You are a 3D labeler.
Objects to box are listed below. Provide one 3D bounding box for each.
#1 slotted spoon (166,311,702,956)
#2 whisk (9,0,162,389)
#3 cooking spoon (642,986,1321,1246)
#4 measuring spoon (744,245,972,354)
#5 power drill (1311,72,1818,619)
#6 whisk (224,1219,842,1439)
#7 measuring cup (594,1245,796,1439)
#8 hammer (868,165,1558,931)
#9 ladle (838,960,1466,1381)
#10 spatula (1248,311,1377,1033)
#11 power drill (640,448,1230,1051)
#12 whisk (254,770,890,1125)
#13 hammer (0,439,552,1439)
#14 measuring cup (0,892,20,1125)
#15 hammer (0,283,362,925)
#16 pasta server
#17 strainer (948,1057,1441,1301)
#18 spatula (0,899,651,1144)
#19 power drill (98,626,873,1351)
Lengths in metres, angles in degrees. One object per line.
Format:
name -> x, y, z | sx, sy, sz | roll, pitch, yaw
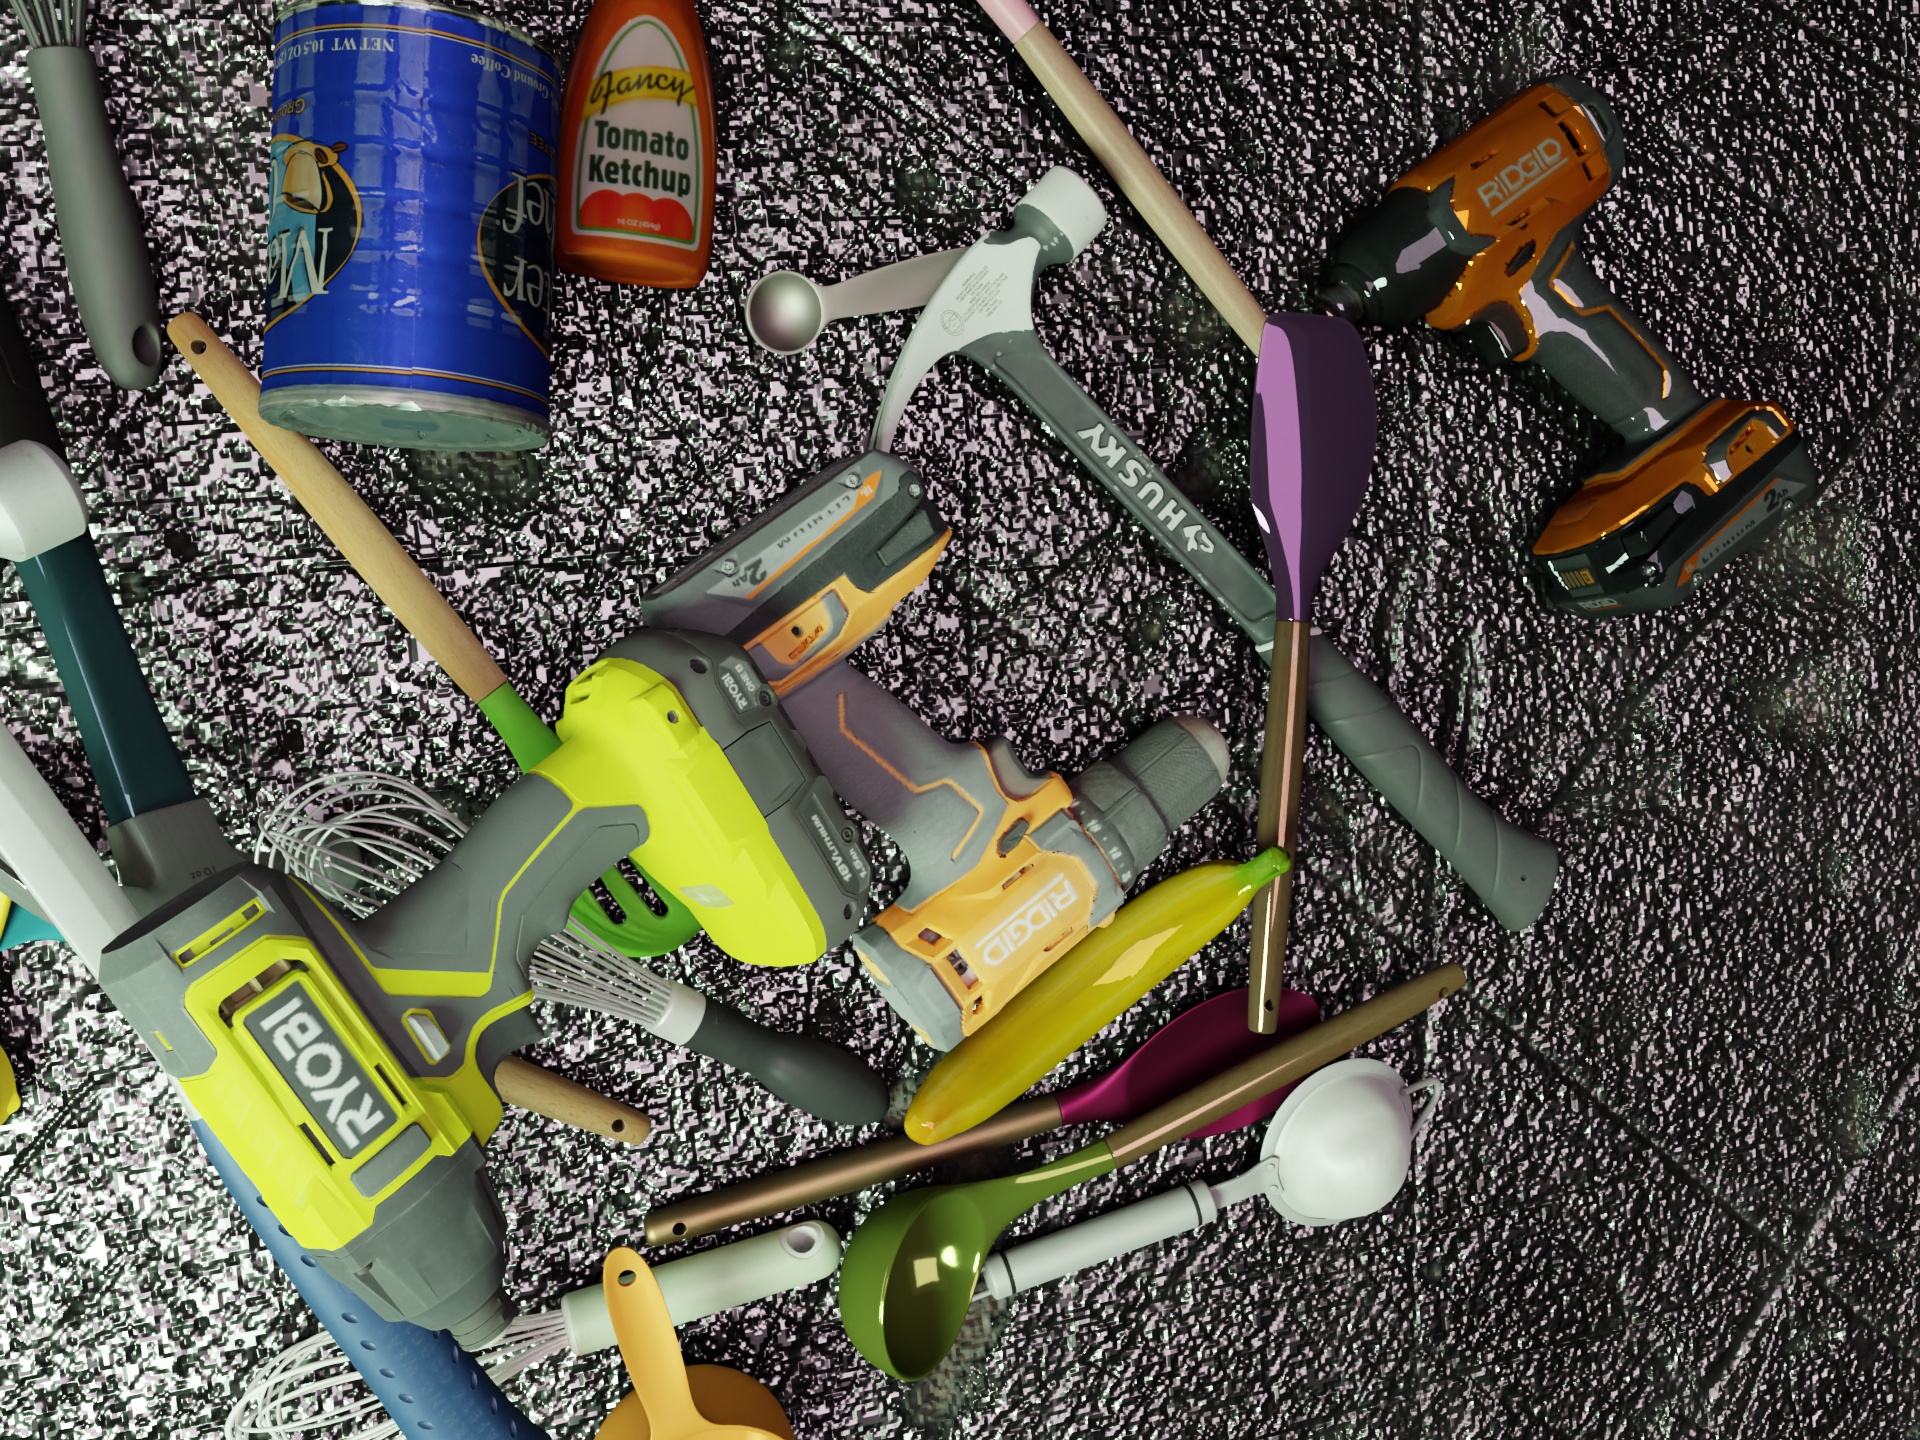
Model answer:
slotted spoon -> -0.205, -0.030, 0.632 | 0.070, 0.031, 0.313 | -39, 100, -8
whisk -> -0.328, -0.242, 0.583 | 0.055, 0.055, 0.239 | -11, 100, -15
cooking spoon -> 0.019, 0.179, 0.704 | 0.319, 0.017, 0.068 | -13, 105, -15
measuring spoon -> -0.036, -0.185, 0.682 | 0.124, 0.018, 0.034 | -19, 113, -21
power drill -> 0.271, -0.160, 0.734 | 0.164, 0.084, 0.226 | -36, 96, -11
whisk -> -0.166, 0.249, 0.645 | 0.246, 0.058, 0.059 | -12, 129, -18
measuring cup -> -0.117, 0.270, 0.635 | 0.095, 0.052, 0.173 | -18, 109, -16
hammer -> 0.132, -0.047, 0.718 | 0.408, 0.036, 0.149 | 44, 84, -13
ladle -> 0.093, 0.184, 0.690 | 0.320, 0.062, 0.078 | -23, 122, -14
spatula -> 0.146, -0.018, 0.699 | 0.059, 0.018, 0.316 | 3, 95, -14
power drill -> -0.001, -0.002, 0.664 | 0.185, 0.084, 0.226 | -37, 105, -14
whisk -> -0.139, 0.102, 0.622 | 0.284, 0.070, 0.070 | 32, 83, -27
hammer -> -0.256, 0.120, 0.529 | 0.144, 0.035, 0.405 | -42, 116, -38
measuring cup -> -0.361, 0.092, 0.563 | 0.062, 0.029, 0.156 | 22, 107, -4
hammer -> -0.329, -0.074, 0.569 | 0.128, 0.033, 0.331 | -23, 93, -58
pasta server -> 0.044, -0.276, 0.695 | 0.060, 0.040, 0.316 | -46, 106, -10
strainer -> 0.117, 0.219, 0.723 | 0.258, 0.050, 0.086 | -16, 110, -11
spatula -> -0.266, 0.100, 0.622 | 0.317, 0.044, 0.082 | 28, 85, -19
power drill -> -0.142, 0.083, 0.542 | 0.223, 0.080, 0.171 | -41, 108, -36
